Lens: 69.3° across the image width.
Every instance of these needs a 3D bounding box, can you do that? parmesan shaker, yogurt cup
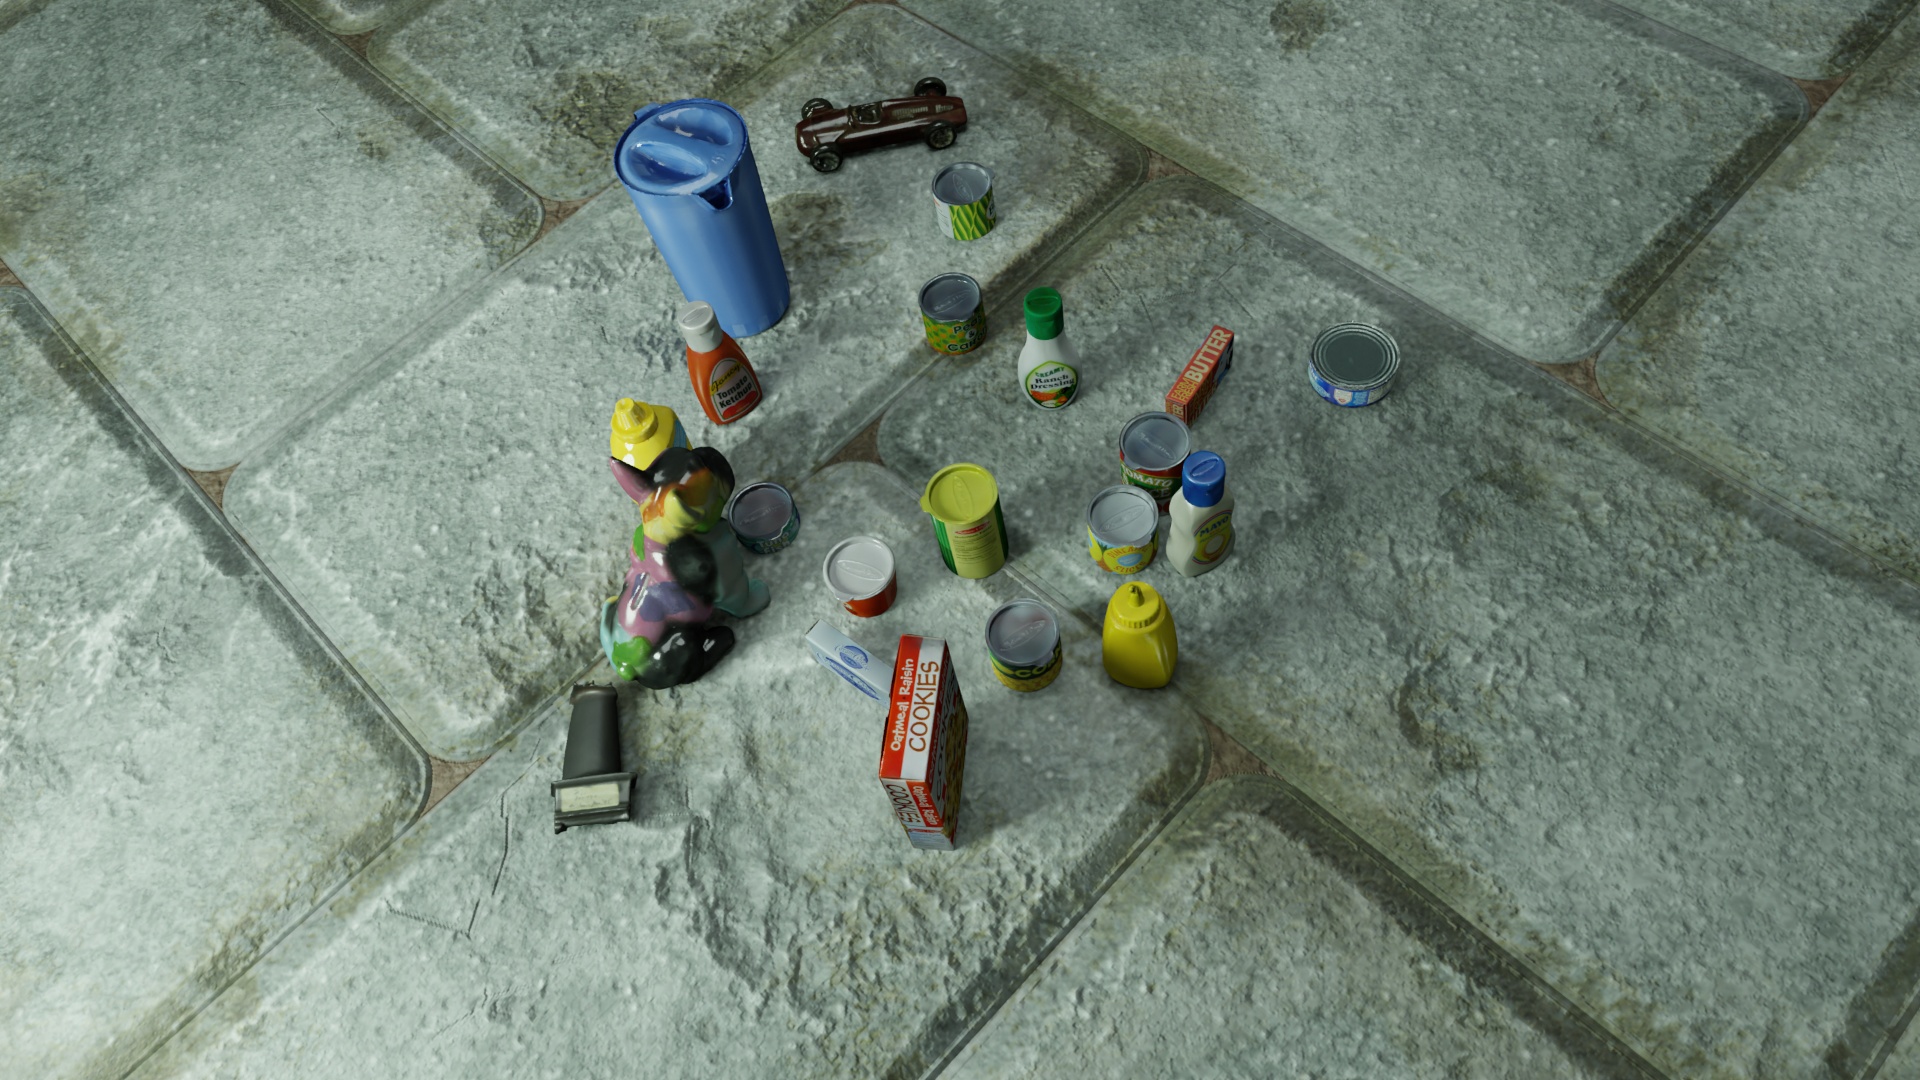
[{"bbox_3d":[0.005,-0.016,1.291,0.071,0.102,0.071,-4,59,6],"label":"parmesan shaker"},{"bbox_3d":[-0.090,0.037,1.301,0.072,0.053,0.073,-4,59,6],"label":"yogurt cup"}]

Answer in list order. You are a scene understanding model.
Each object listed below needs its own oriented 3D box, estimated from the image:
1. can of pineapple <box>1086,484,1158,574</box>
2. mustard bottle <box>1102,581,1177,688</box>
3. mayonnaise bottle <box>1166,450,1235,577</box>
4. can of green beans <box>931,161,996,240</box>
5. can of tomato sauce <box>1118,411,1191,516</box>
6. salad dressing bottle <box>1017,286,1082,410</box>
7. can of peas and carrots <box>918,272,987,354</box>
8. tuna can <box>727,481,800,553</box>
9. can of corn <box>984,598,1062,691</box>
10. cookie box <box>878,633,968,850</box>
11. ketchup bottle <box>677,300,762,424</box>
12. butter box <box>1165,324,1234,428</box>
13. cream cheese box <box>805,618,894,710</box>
[{"bbox_3d":[0.152,-0.008,1.291,0.071,0.057,0.071,-4,59,6],"label":"can of pineapple"},{"bbox_3d":[0.152,0.074,1.181,0.065,0.159,0.049,9,61,13],"label":"mustard bottle"},{"bbox_3d":[0.216,-0.024,1.239,0.065,0.147,0.041,-30,60,-9],"label":"mayonnaise bottle"},{"bbox_3d":[0.005,-0.374,1.534,0.071,0.057,0.071,-4,59,6],"label":"can of green beans"},{"bbox_3d":[0.183,-0.070,1.309,0.071,0.082,0.071,-4,59,6],"label":"can of tomato sauce"},{"bbox_3d":[0.085,-0.187,1.356,0.064,0.147,0.044,-8,59,4],"label":"salad dressing bottle"},{"bbox_3d":[-0.006,-0.235,1.451,0.071,0.058,0.071,-4,59,6],"label":"can of peas and carrots"},{"bbox_3d":[-0.191,-0.020,1.362,0.071,0.032,0.071,-4,59,6],"label":"tuna can"},{"bbox_3d":[0.059,0.096,1.241,0.071,0.058,0.071,-4,59,6],"label":"can of corn"},{"bbox_3d":[-0.028,0.169,1.145,0.040,0.166,0.123,2,60,9],"label":"cookie box"},{"bbox_3d":[-0.247,-0.181,1.400,0.065,0.148,0.043,-38,61,-14],"label":"ketchup bottle"},{"bbox_3d":[0.237,-0.159,1.373,0.024,0.053,0.104,26,66,22],"label":"butter box"},{"bbox_3d":[-0.091,0.115,1.254,0.104,0.053,0.024,32,68,24],"label":"cream cheese box"}]
